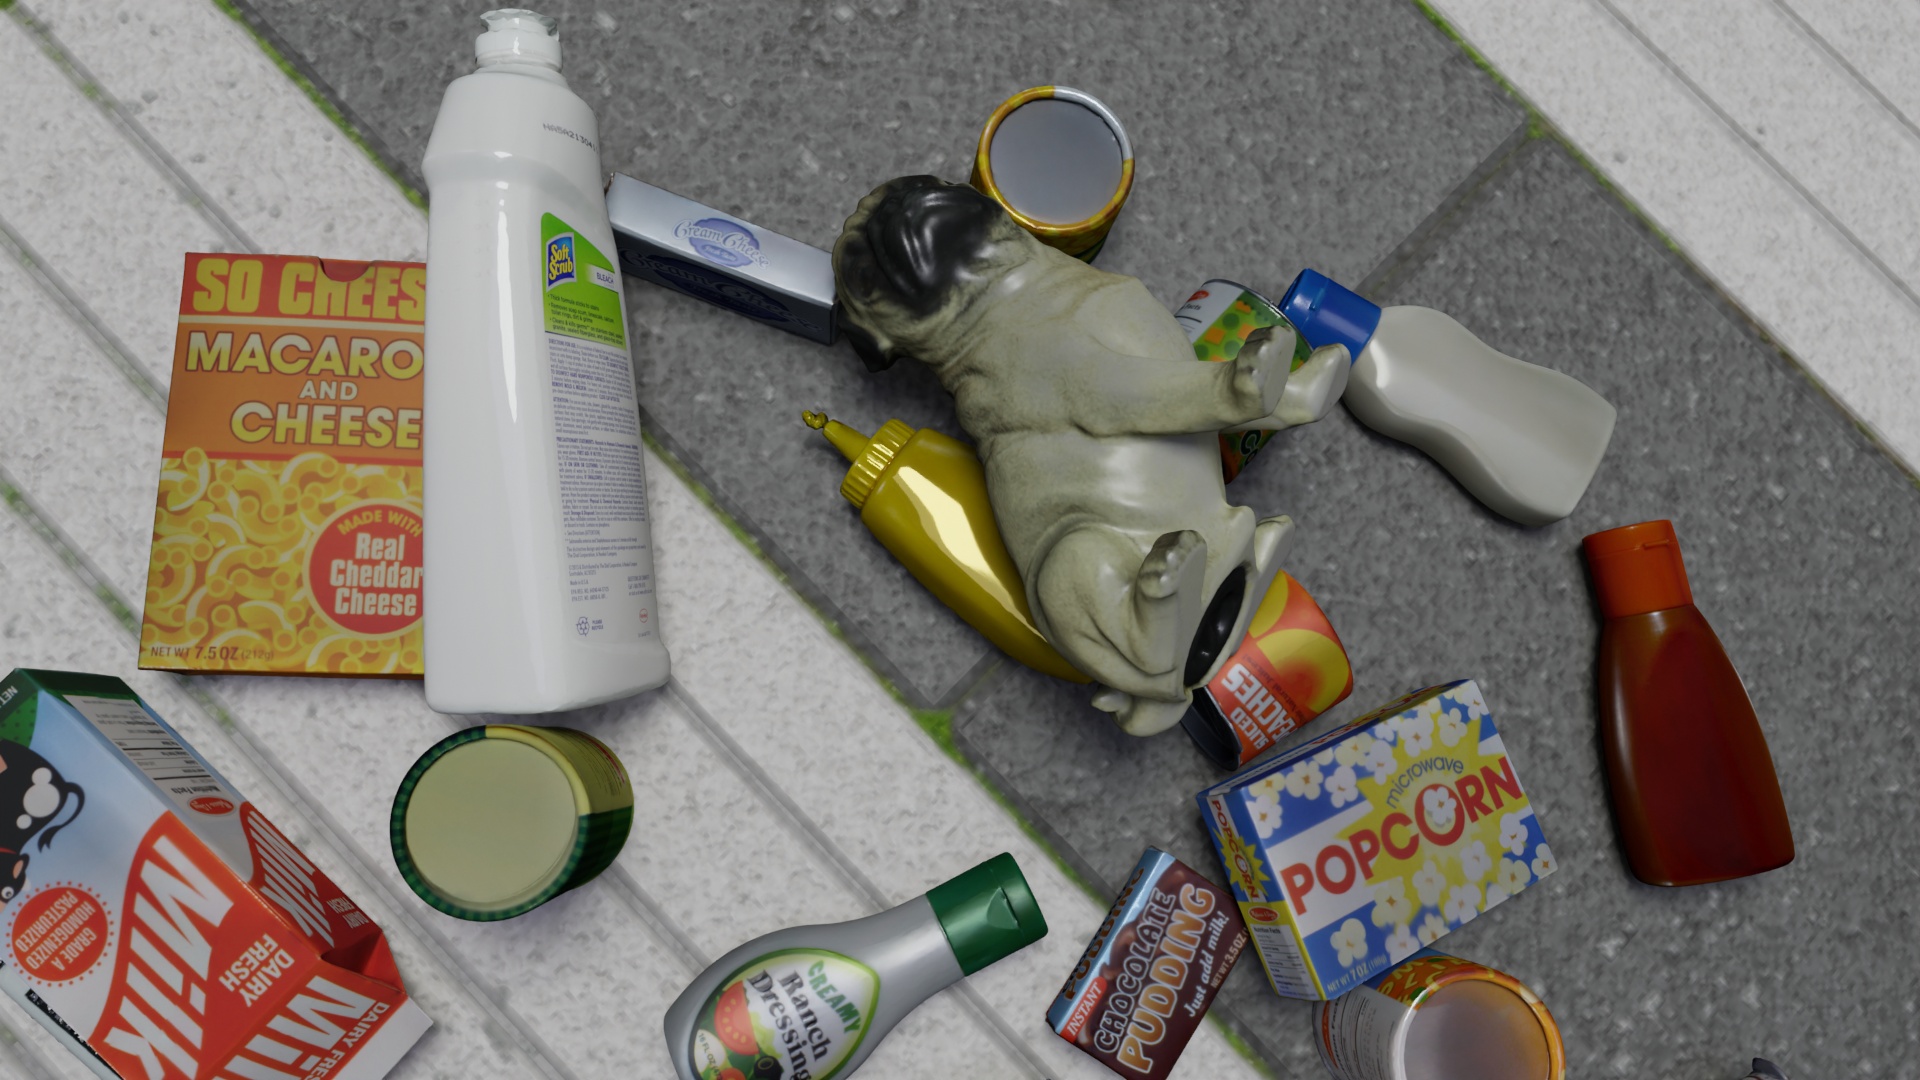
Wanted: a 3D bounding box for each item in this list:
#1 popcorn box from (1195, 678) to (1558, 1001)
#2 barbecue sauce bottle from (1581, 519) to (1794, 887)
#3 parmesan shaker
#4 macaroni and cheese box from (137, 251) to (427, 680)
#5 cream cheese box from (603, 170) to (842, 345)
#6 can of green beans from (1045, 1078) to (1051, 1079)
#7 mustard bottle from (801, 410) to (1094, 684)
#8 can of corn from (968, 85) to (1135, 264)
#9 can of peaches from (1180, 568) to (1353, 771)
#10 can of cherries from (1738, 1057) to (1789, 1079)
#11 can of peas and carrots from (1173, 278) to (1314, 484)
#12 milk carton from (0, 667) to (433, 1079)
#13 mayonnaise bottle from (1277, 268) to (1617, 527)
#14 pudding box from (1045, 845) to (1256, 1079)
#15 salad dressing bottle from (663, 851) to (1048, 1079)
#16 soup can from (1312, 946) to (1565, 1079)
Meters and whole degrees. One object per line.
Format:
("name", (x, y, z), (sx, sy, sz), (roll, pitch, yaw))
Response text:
("popcorn box", (0.166, 0.117, 0.553), (0.127, 0.038, 0.085), (-19, 82, -24))
("barbecue sauce bottle", (0.300, 0.067, 0.588), (0.065, 0.043, 0.148), (-9, 81, -7))
("parmesan shaker", (-0.163, 0.099, 0.509), (0.071, 0.103, 0.071), (1, 81, -5))
("macaroni and cheese box", (-0.247, -0.029, 0.554), (0.124, 0.040, 0.166), (2, 81, -6))
("cream cheese box", (-0.096, -0.115, 0.576), (0.104, 0.053, 0.024), (20, 78, -2))
("can of green beans", (0.013, 0.243, 0.521), (0.058, 0.071, 0.071), (-10, 82, -6))
("mustard bottle", (0.002, -0.007, 0.569), (0.160, 0.048, 0.065), (36, 74, 2))
("can of corn", (0.035, -0.148, 0.590), (0.071, 0.058, 0.071), (1, 81, -5))
("can of peaches", (0.116, 0.051, 0.560), (0.058, 0.071, 0.071), (-30, 85, -10))
("can of cherries", (0.308, 0.250, 0.548), (0.058, 0.071, 0.071), (-20, 83, -7))
("can of peas and carrots", (0.108, -0.064, 0.580), (0.071, 0.071, 0.059), (44, 81, 2))
("milk carton", (-0.286, 0.137, 0.507), (0.190, 0.073, 0.072), (42, 80, 2))
("mayonnaise bottle", (0.205, -0.067, 0.602), (0.148, 0.041, 0.065), (30, 78, 1))
("pudding box", (0.077, 0.171, 0.557), (0.049, 0.030, 0.084), (34, 79, 1))
("salad dressing bottle", (-0.039, 0.170, 0.539), (0.148, 0.044, 0.064), (-26, 83, -9))
("soup can", (0.185, 0.192, 0.536), (0.071, 0.083, 0.071), (1, 81, -5))
